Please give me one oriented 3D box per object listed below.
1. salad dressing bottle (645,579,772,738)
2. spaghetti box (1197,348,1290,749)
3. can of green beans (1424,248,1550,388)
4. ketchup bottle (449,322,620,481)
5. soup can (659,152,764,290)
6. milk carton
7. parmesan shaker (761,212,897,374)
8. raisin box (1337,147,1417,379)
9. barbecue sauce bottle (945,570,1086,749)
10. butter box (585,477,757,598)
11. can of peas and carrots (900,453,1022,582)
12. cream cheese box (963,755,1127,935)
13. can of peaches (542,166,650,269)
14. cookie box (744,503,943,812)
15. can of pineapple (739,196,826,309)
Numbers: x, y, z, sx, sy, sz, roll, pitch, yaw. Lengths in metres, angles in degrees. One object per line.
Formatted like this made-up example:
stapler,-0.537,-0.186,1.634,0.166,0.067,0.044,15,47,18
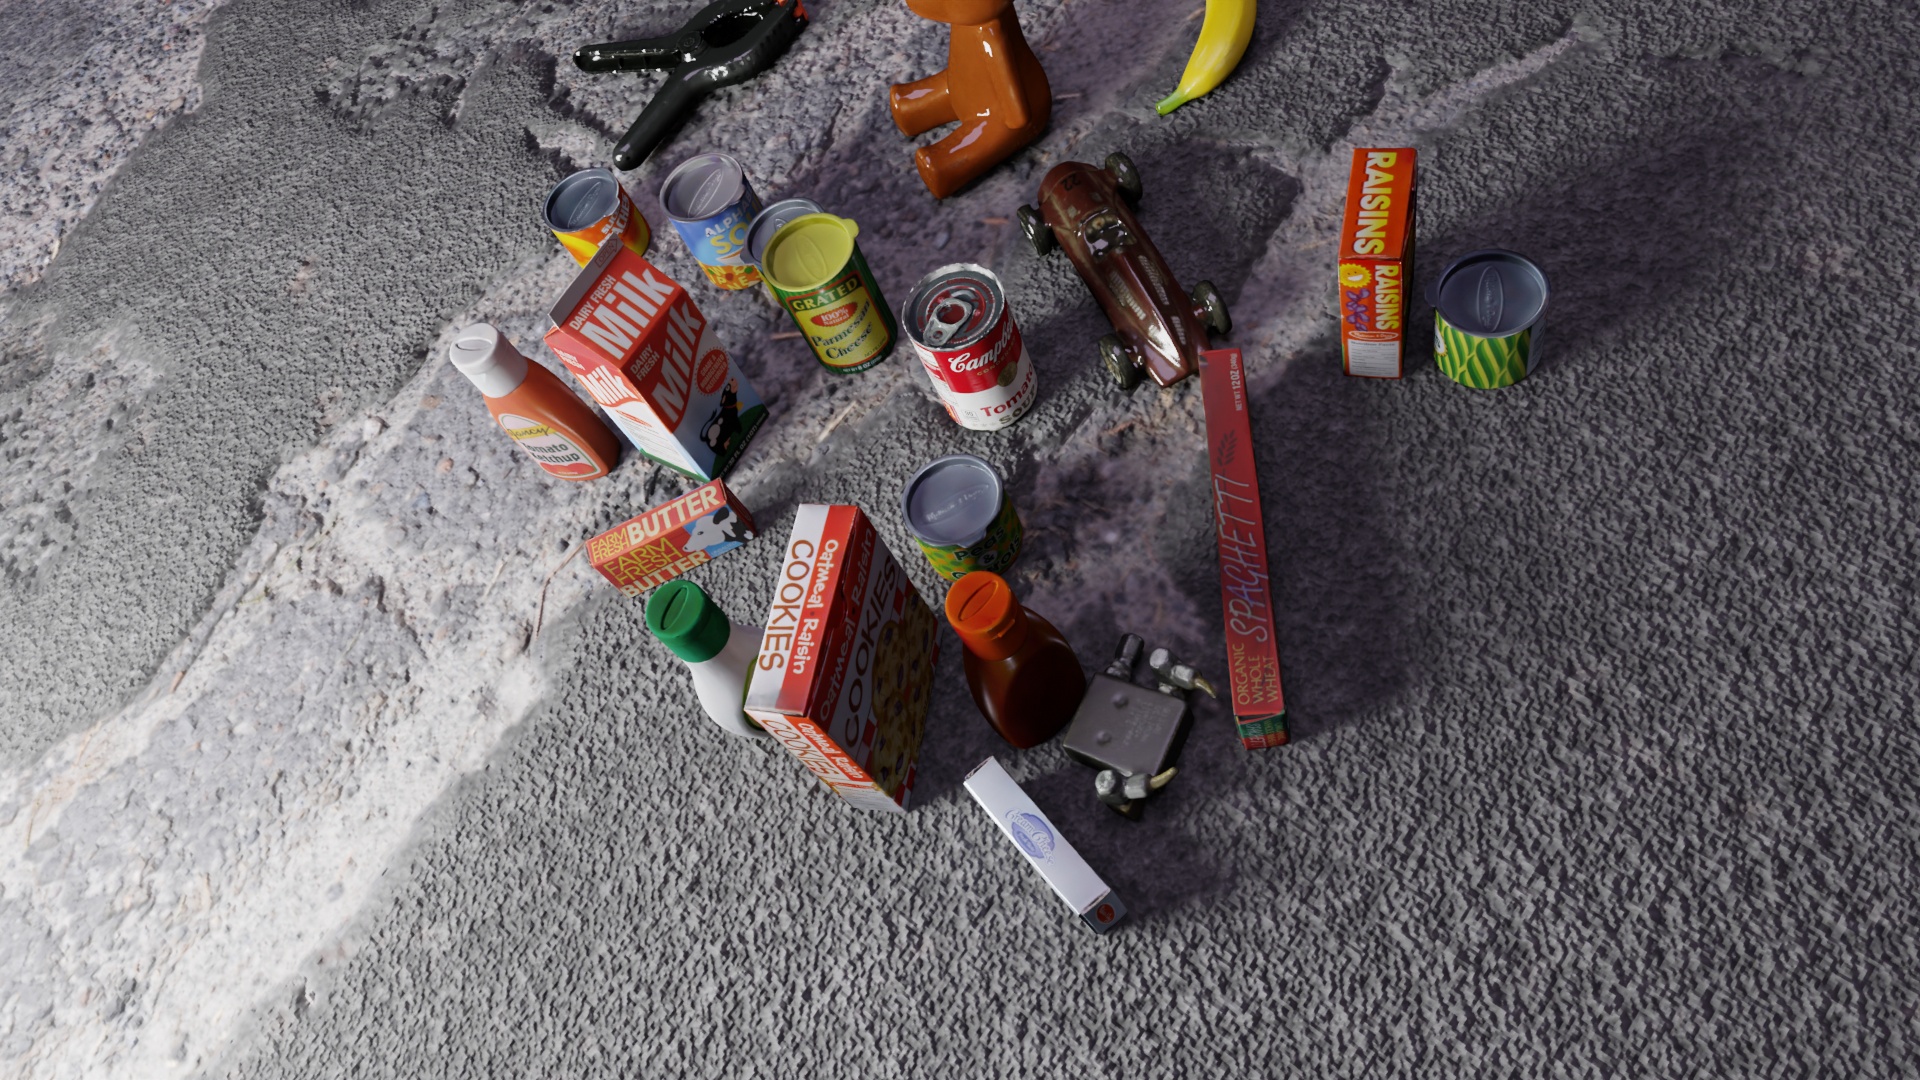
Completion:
salad dressing bottle,-0.139,0.071,0.830,0.044,0.147,0.064,14,68,24
spaghetti box,0.168,0.000,0.832,0.028,0.050,0.251,-8,60,13
can of green beans,0.325,-0.135,0.854,0.071,0.057,0.071,-8,60,13
ketchup bottle,-0.299,-0.096,0.972,0.065,0.148,0.044,2,63,19
soup can,-0.178,-0.240,1.053,0.071,0.083,0.071,-8,60,13
milk carton,-0.209,-0.121,0.933,0.073,0.190,0.072,23,71,27
parmesan shaker,-0.087,-0.172,0.976,0.071,0.102,0.071,-8,60,14
raisin box,0.258,-0.168,0.854,0.040,0.123,0.086,6,64,20
barbecue sauce bottle,0.029,0.066,0.780,0.065,0.148,0.044,-46,59,-10
butter box,-0.196,-0.001,0.943,0.103,0.053,0.024,-25,58,3
can of peas and carrots,0.003,-0.011,0.884,0.071,0.058,0.071,-8,60,13
cream cheese box,0.047,0.170,0.772,0.024,0.053,0.104,-41,58,-7
can of peaches,-0.288,-0.253,1.110,0.071,0.058,0.071,-8,60,13
cookie box,-0.059,0.071,0.793,0.040,0.167,0.123,2,63,19
can of pineapple,-0.122,-0.211,1.035,0.071,0.057,0.071,-8,60,13
